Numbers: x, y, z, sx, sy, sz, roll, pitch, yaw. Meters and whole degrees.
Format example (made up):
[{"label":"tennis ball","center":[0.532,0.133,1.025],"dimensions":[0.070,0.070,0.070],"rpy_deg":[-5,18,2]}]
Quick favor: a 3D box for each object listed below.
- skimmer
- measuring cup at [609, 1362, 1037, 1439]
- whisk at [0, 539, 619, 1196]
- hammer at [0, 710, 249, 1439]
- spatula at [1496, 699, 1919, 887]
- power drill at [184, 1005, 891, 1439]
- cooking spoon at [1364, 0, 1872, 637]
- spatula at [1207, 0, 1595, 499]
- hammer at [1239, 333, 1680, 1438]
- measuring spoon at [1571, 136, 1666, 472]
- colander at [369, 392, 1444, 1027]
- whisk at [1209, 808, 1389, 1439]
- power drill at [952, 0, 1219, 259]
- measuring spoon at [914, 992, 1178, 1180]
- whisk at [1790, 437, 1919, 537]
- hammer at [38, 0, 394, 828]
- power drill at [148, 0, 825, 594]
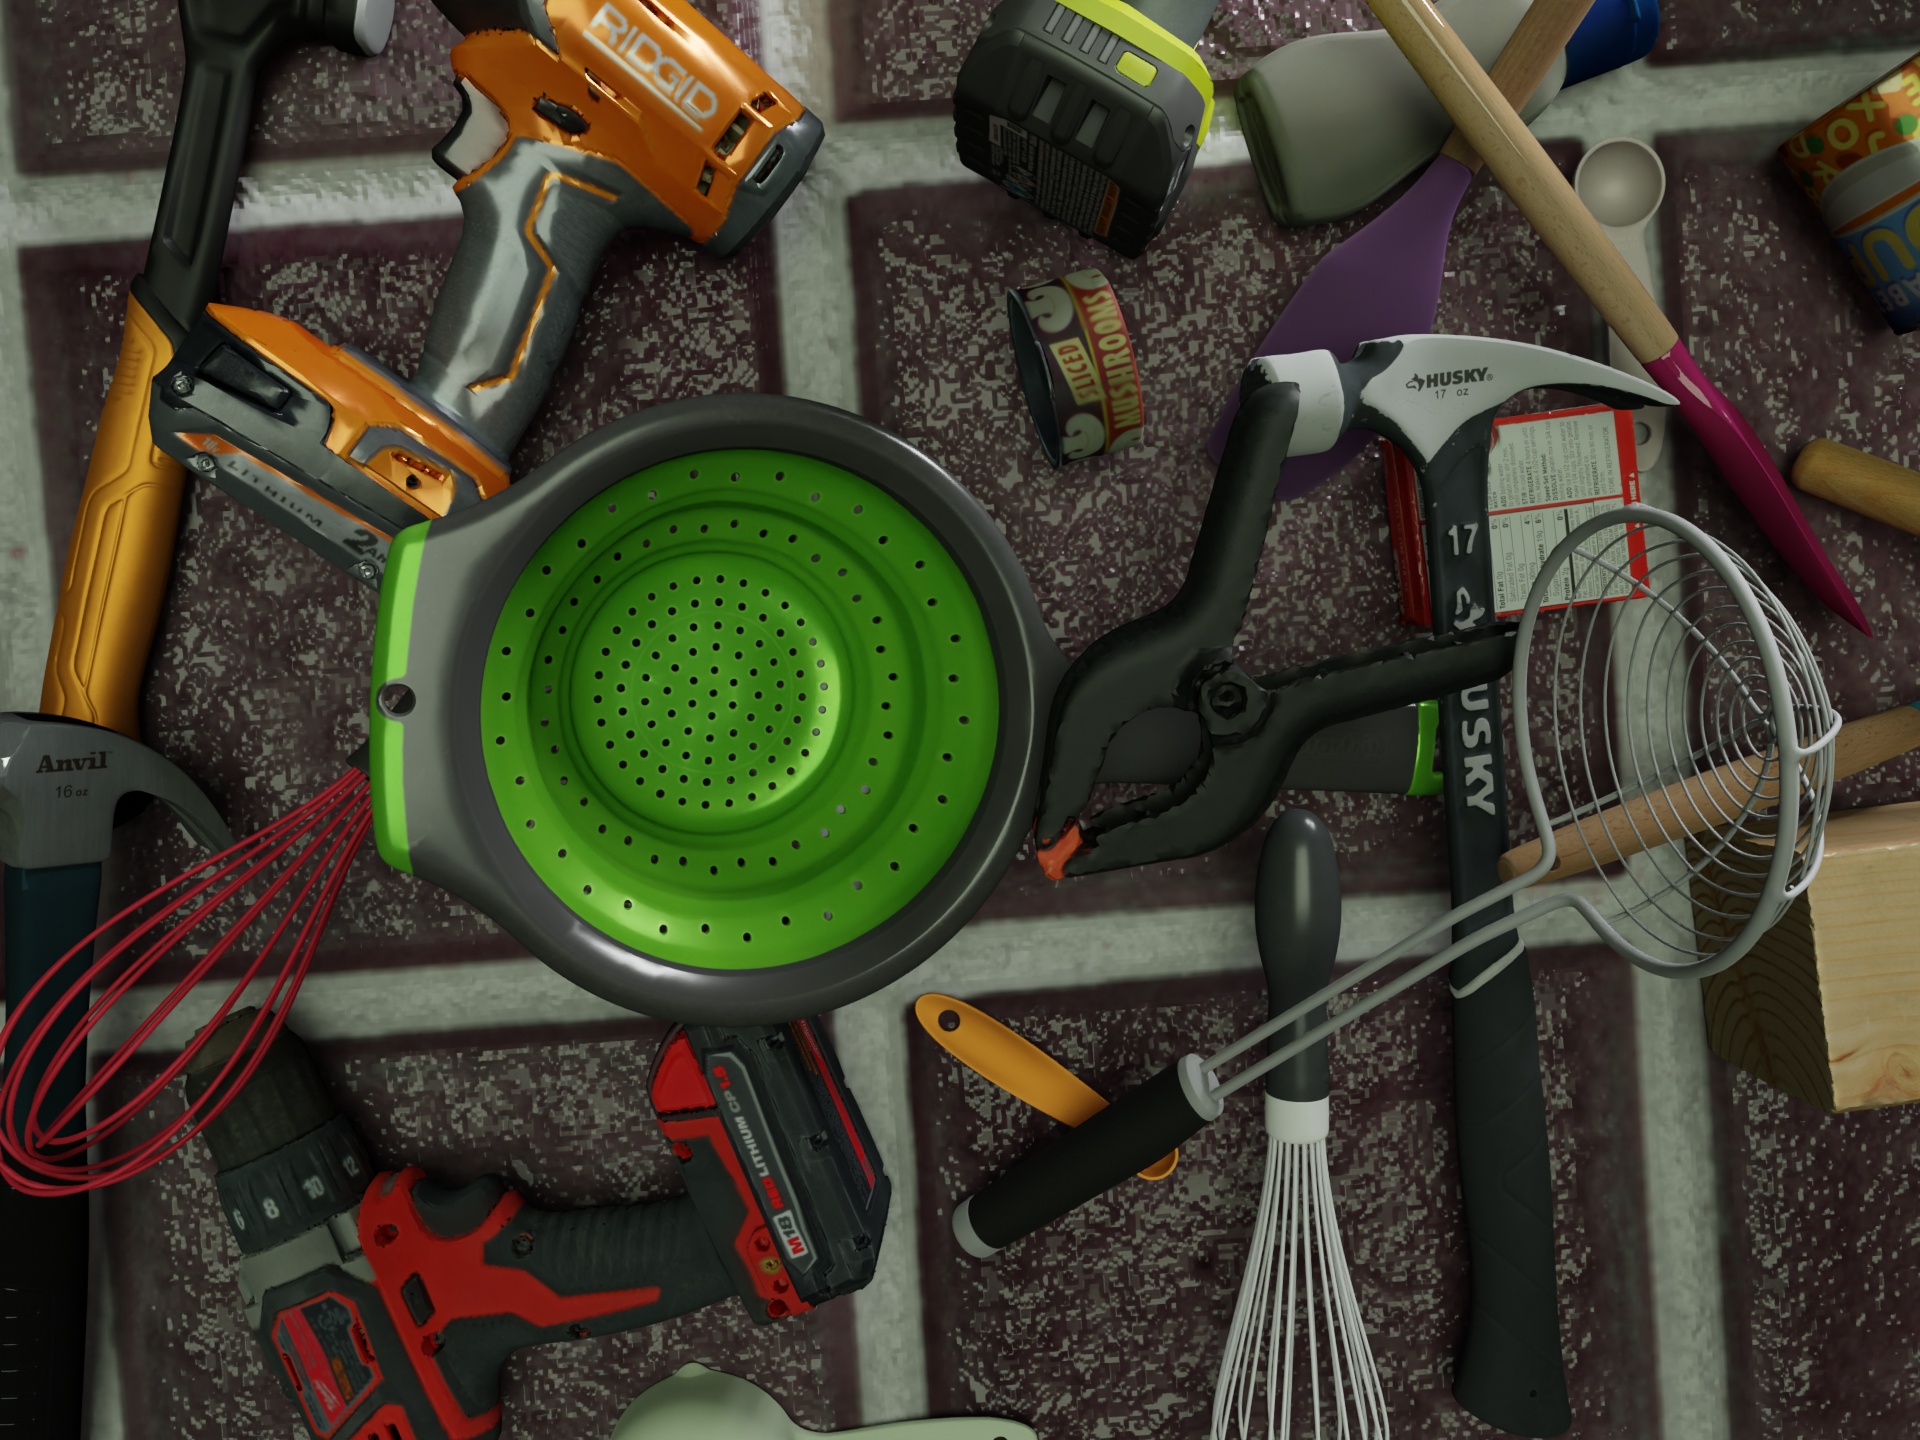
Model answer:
[{"label":"skimmer","center":[0.101,0.081,0.498],"dimensions":[0.090,0.127,0.363],"rpy_deg":[23,129,-37]},{"label":"measuring cup","center":[-0.054,0.284,0.596],"dimensions":[0.167,0.038,0.083],"rpy_deg":[-6,92,2]},{"label":"whisk","center":[-0.217,0.037,0.553],"dimensions":[0.073,0.073,0.296],"rpy_deg":[38,72,-1]},{"label":"hammer","center":[-0.329,0.159,0.566],"dimensions":[0.033,0.128,0.331],"rpy_deg":[15,102,36]},{"label":"spatula","center":[0.330,0.007,0.569],"dimensions":[0.317,0.044,0.082],"rpy_deg":[-17,95,-17]},{"label":"power drill","center":[-0.158,0.162,0.577],"dimensions":[0.226,0.080,0.188],"rpy_deg":[-24,91,3]},{"label":"cooking spoon","center":[0.229,-0.149,0.555],"dimensions":[0.017,0.069,0.318],"rpy_deg":[-35,106,31]},{"label":"spatula","center":[0.191,-0.217,0.559],"dimensions":[0.059,0.018,0.316],"rpy_deg":[26,107,-18]},{"label":"hammer","center":[0.192,0.067,0.572],"dimensions":[0.149,0.036,0.409],"rpy_deg":[-9,100,-10]},{"label":"measuring spoon","center":[0.251,-0.156,0.603],"dimensions":[0.034,0.018,0.124],"rpy_deg":[-9,98,0]},{"label":"colander","center":[-0.001,-0.002,0.575],"dimensions":[0.397,0.094,0.204],"rpy_deg":[3,95,-18]},{"label":"whisk","center":[0.121,0.172,0.574],"dimensions":[0.070,0.070,0.284],"rpy_deg":[-1,97,-1]},{"label":"power drill","center":[0.085,-0.280,0.512],"dimensions":[0.080,0.190,0.228],"rpy_deg":[29,95,-1]},{"label":"measuring spoon","center":[0.032,0.139,0.610],"dimensions":[0.117,0.011,0.021],"rpy_deg":[33,90,2]},{"label":"whisk","center":[0.414,-0.044,0.551],"dimensions":[0.245,0.051,0.047],"rpy_deg":[31,75,27]},{"label":"hammer","center":[-0.305,-0.125,0.586],"dimensions":[0.127,0.034,0.337],"rpy_deg":[11,91,-2]},{"label":"power drill","center":[-0.175,-0.167,0.546],"dimensions":[0.164,0.084,0.226],"rpy_deg":[37,90,-22]}]
